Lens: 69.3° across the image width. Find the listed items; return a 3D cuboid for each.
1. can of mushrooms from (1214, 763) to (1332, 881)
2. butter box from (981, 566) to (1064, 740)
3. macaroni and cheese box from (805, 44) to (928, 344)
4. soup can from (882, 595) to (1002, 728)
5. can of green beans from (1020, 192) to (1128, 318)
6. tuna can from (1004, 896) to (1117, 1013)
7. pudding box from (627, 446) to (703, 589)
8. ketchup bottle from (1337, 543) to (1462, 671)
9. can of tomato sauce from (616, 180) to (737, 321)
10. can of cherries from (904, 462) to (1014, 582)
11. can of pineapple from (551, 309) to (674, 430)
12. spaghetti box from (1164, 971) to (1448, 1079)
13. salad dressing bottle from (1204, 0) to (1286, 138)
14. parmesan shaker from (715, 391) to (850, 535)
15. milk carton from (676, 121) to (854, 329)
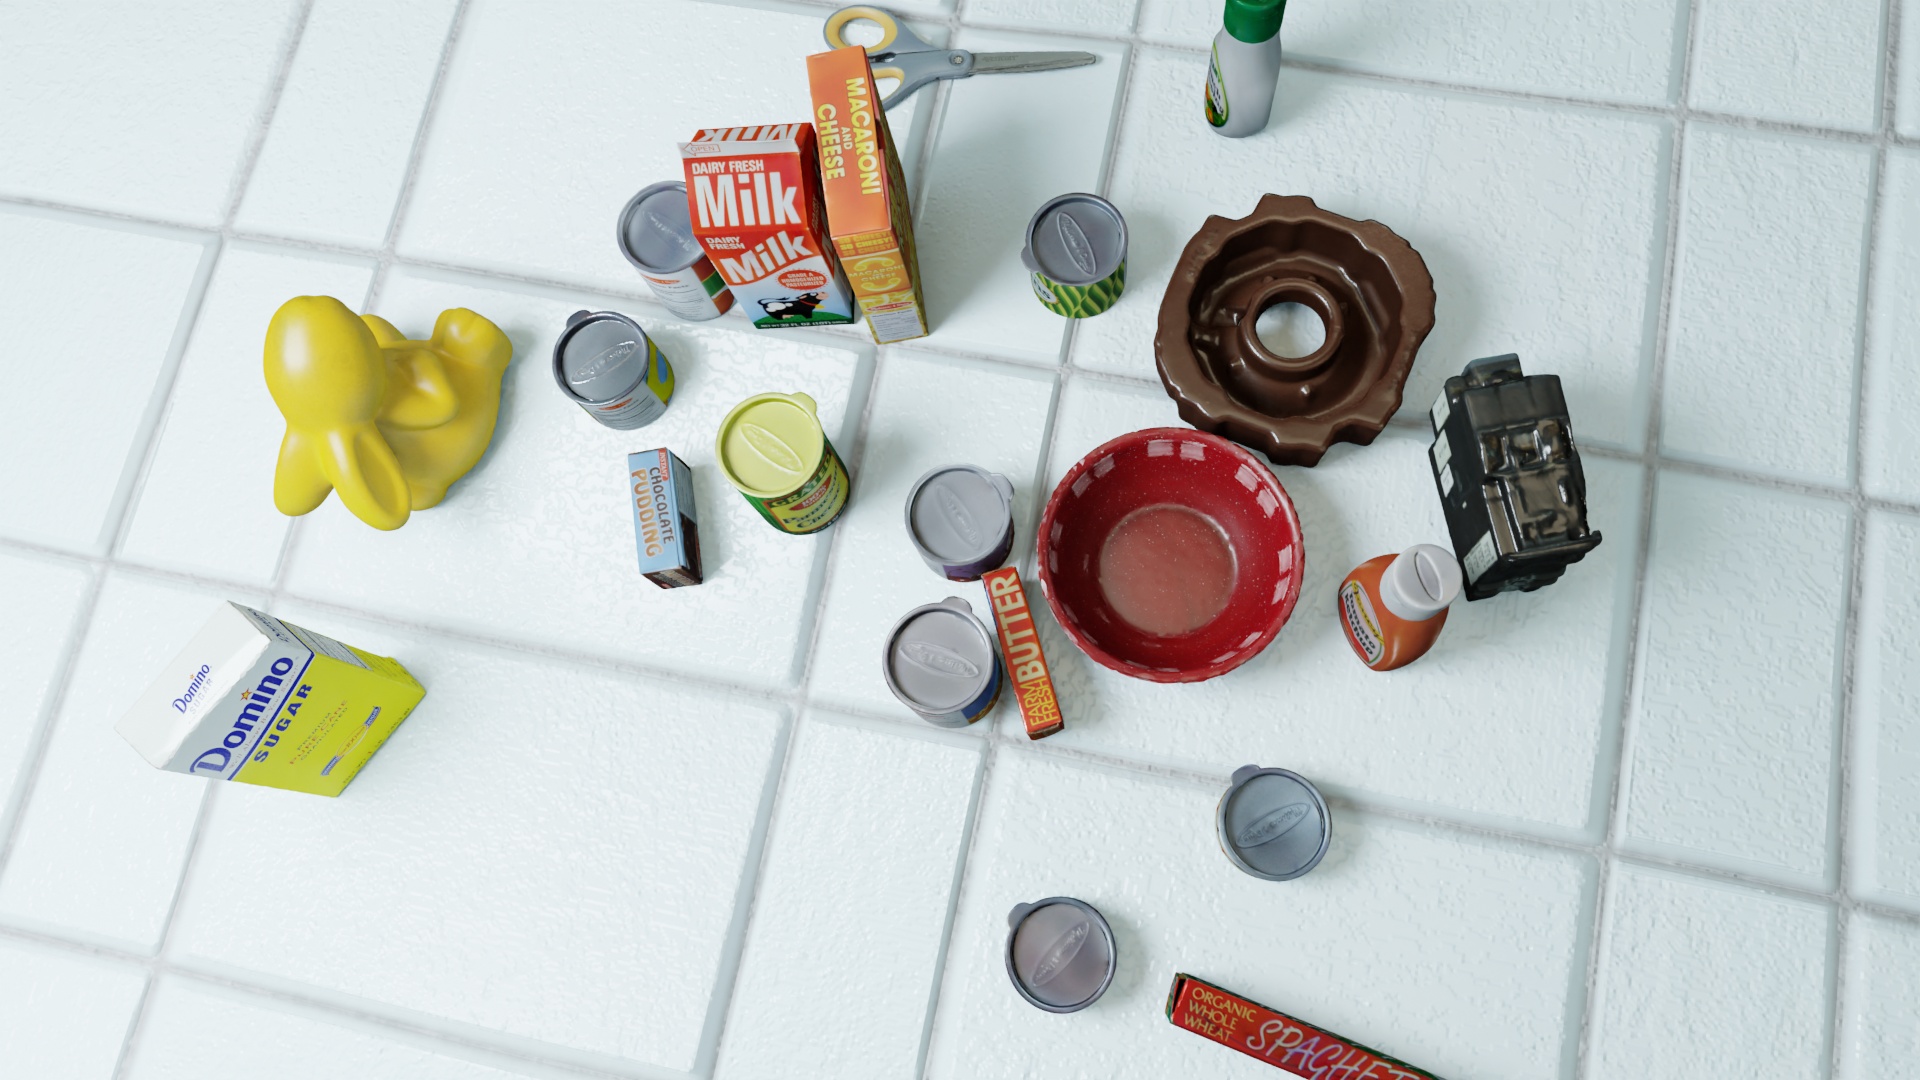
[{"bbox_3d":[0.186,0.168,0.834,0.071,0.033,0.071,-1,76,5],"label":"can of mushrooms"},{"bbox_3d":[0.039,0.071,0.862,0.024,0.053,0.103,-17,75,2],"label":"butter box"},{"bbox_3d":[-0.056,-0.214,0.885,0.040,0.166,0.124,-10,76,3],"label":"macaroni and cheese box"},{"bbox_3d":[-0.008,0.076,0.850,0.071,0.083,0.071,-1,76,5],"label":"soup can"},{"bbox_3d":[0.078,-0.188,0.921,0.071,0.057,0.071,-1,76,5],"label":"can of green beans"},{"bbox_3d":[0.058,0.244,0.828,0.071,0.032,0.071,-1,76,5],"label":"tuna can"},{"bbox_3d":[-0.193,-0.014,0.908,0.030,0.049,0.084,-11,75,3],"label":"pudding box"},{"bbox_3d":[0.254,0.035,0.801,0.043,0.148,0.065,-20,75,1],"label":"ketchup bottle"},{"bbox_3d":[-0.185,-0.195,0.935,0.071,0.083,0.071,-1,76,5],"label":"can of tomato sauce"},{"bbox_3d":[0.003,-0.011,0.884,0.071,0.058,0.071,-1,76,5],"label":"can of cherries"},{"bbox_3d":[-0.232,-0.114,0.933,0.071,0.057,0.071,-1,76,5],"label":"can of pineapple"},{"bbox_3d":[0.236,0.305,0.786,0.250,0.050,0.029,20,79,10],"label":"spaghetti box"},{"bbox_3d":[0.185,-0.316,0.897,0.044,0.147,0.064,-8,76,4],"label":"salad dressing bottle"},{"bbox_3d":[-0.108,-0.048,0.881,0.071,0.103,0.071,-1,76,5],"label":"parmesan shaker"},{"bbox_3d":[-0.118,-0.203,0.875,0.072,0.190,0.073,-1,76,5],"label":"milk carton"}]
